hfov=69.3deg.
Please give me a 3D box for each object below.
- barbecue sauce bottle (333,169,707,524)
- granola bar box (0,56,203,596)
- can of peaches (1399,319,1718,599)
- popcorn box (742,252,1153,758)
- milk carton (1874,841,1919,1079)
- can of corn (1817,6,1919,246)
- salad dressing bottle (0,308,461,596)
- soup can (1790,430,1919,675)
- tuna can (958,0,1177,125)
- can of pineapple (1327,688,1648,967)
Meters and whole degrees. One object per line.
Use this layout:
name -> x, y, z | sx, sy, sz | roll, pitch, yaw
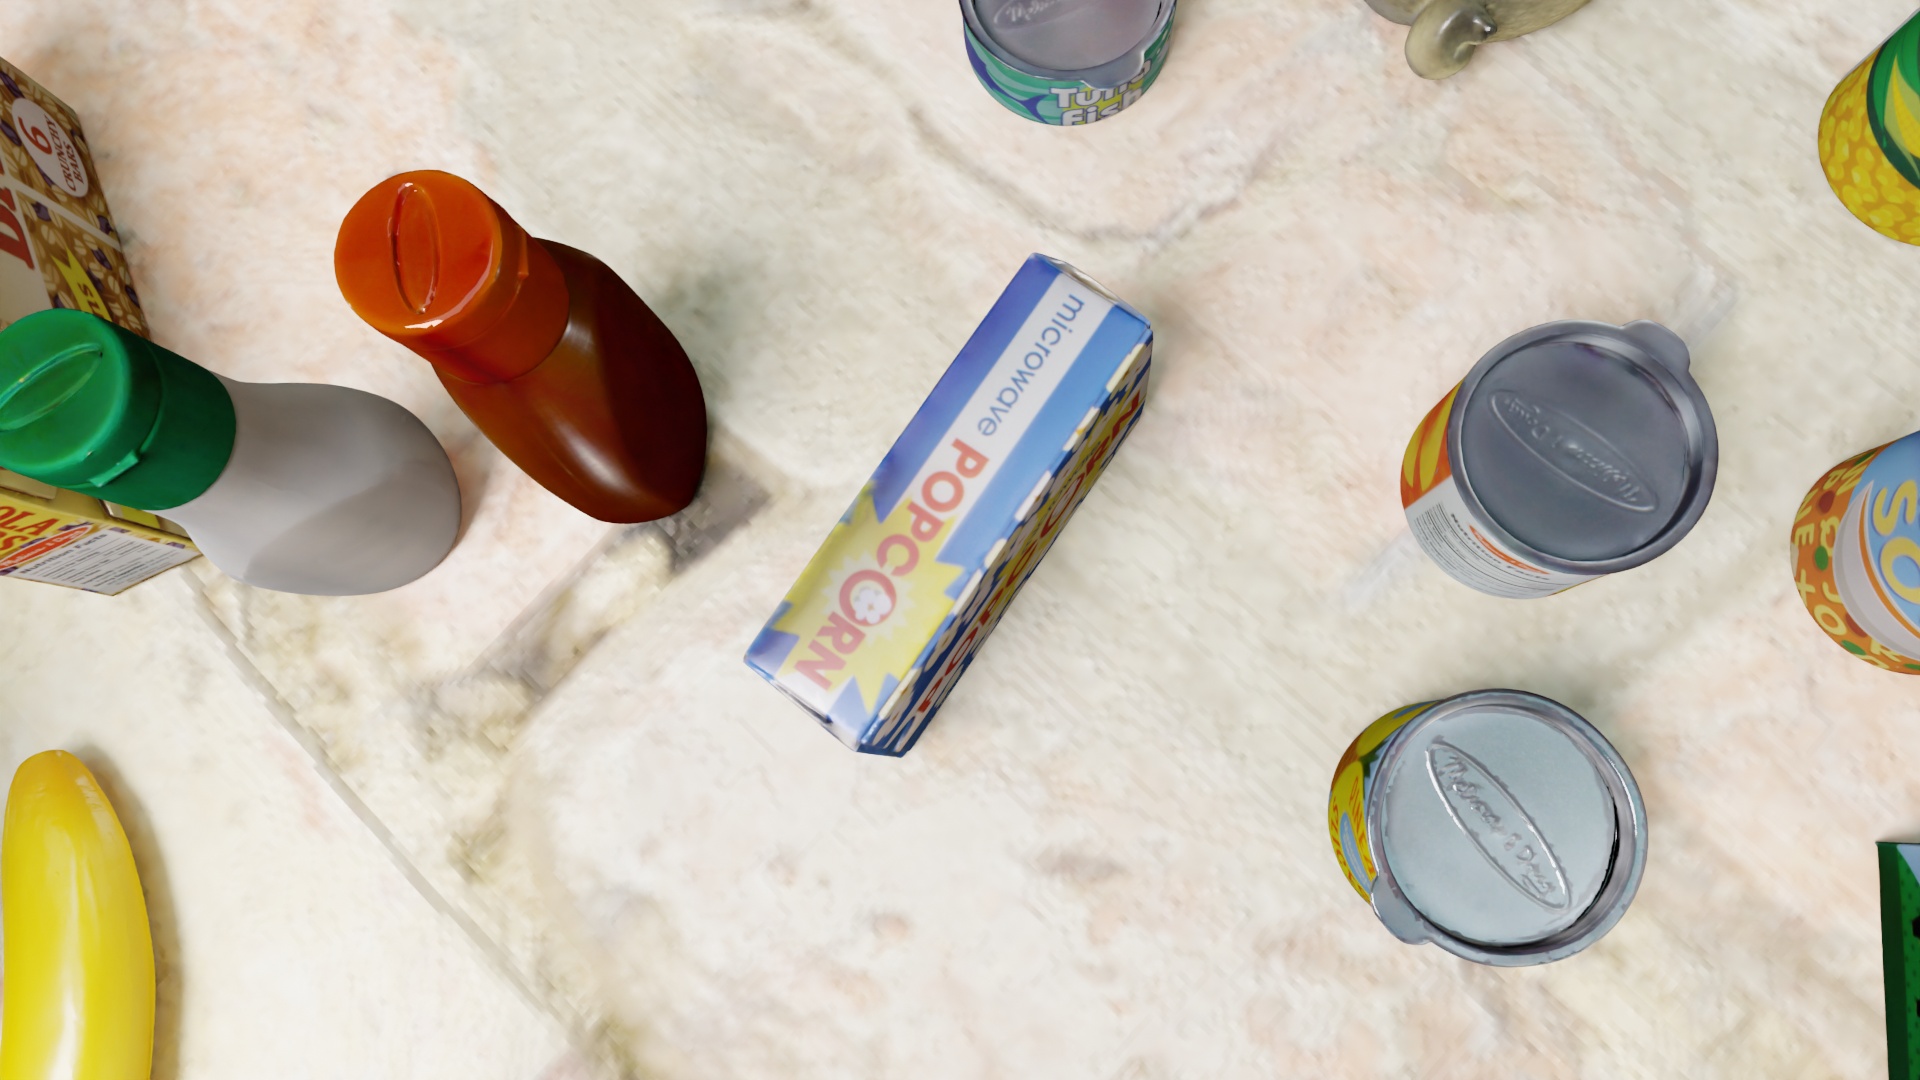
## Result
barbecue sauce bottle -> -0.104, -0.047, 0.355 | 0.044, 0.148, 0.065 | -8, 80, 3
granola bar box -> -0.282, -0.074, 0.385 | 0.039, 0.124, 0.166 | -24, 79, 0
can of peaches -> 0.160, -0.021, 0.376 | 0.071, 0.058, 0.071 | -1, 80, 4
popcorn box -> 0.001, -0.005, 0.371 | 0.038, 0.085, 0.127 | 34, 84, 9
milk carton -> 0.273, 0.102, 0.277 | 0.072, 0.190, 0.073 | 2, 81, 5
can of corn -> 0.286, -0.119, 0.384 | 0.071, 0.058, 0.071 | -1, 80, 4
salad dressing bottle -> -0.181, -0.019, 0.356 | 0.064, 0.147, 0.044 | -35, 79, -2
soup can -> 0.262, 0.001, 0.351 | 0.071, 0.083, 0.071 | -1, 80, 4
tuna can -> 0.034, -0.161, 0.424 | 0.071, 0.033, 0.071 | -1, 80, 4
can of pineapple -> 0.131, 0.074, 0.361 | 0.071, 0.058, 0.071 | -1, 80, 4
